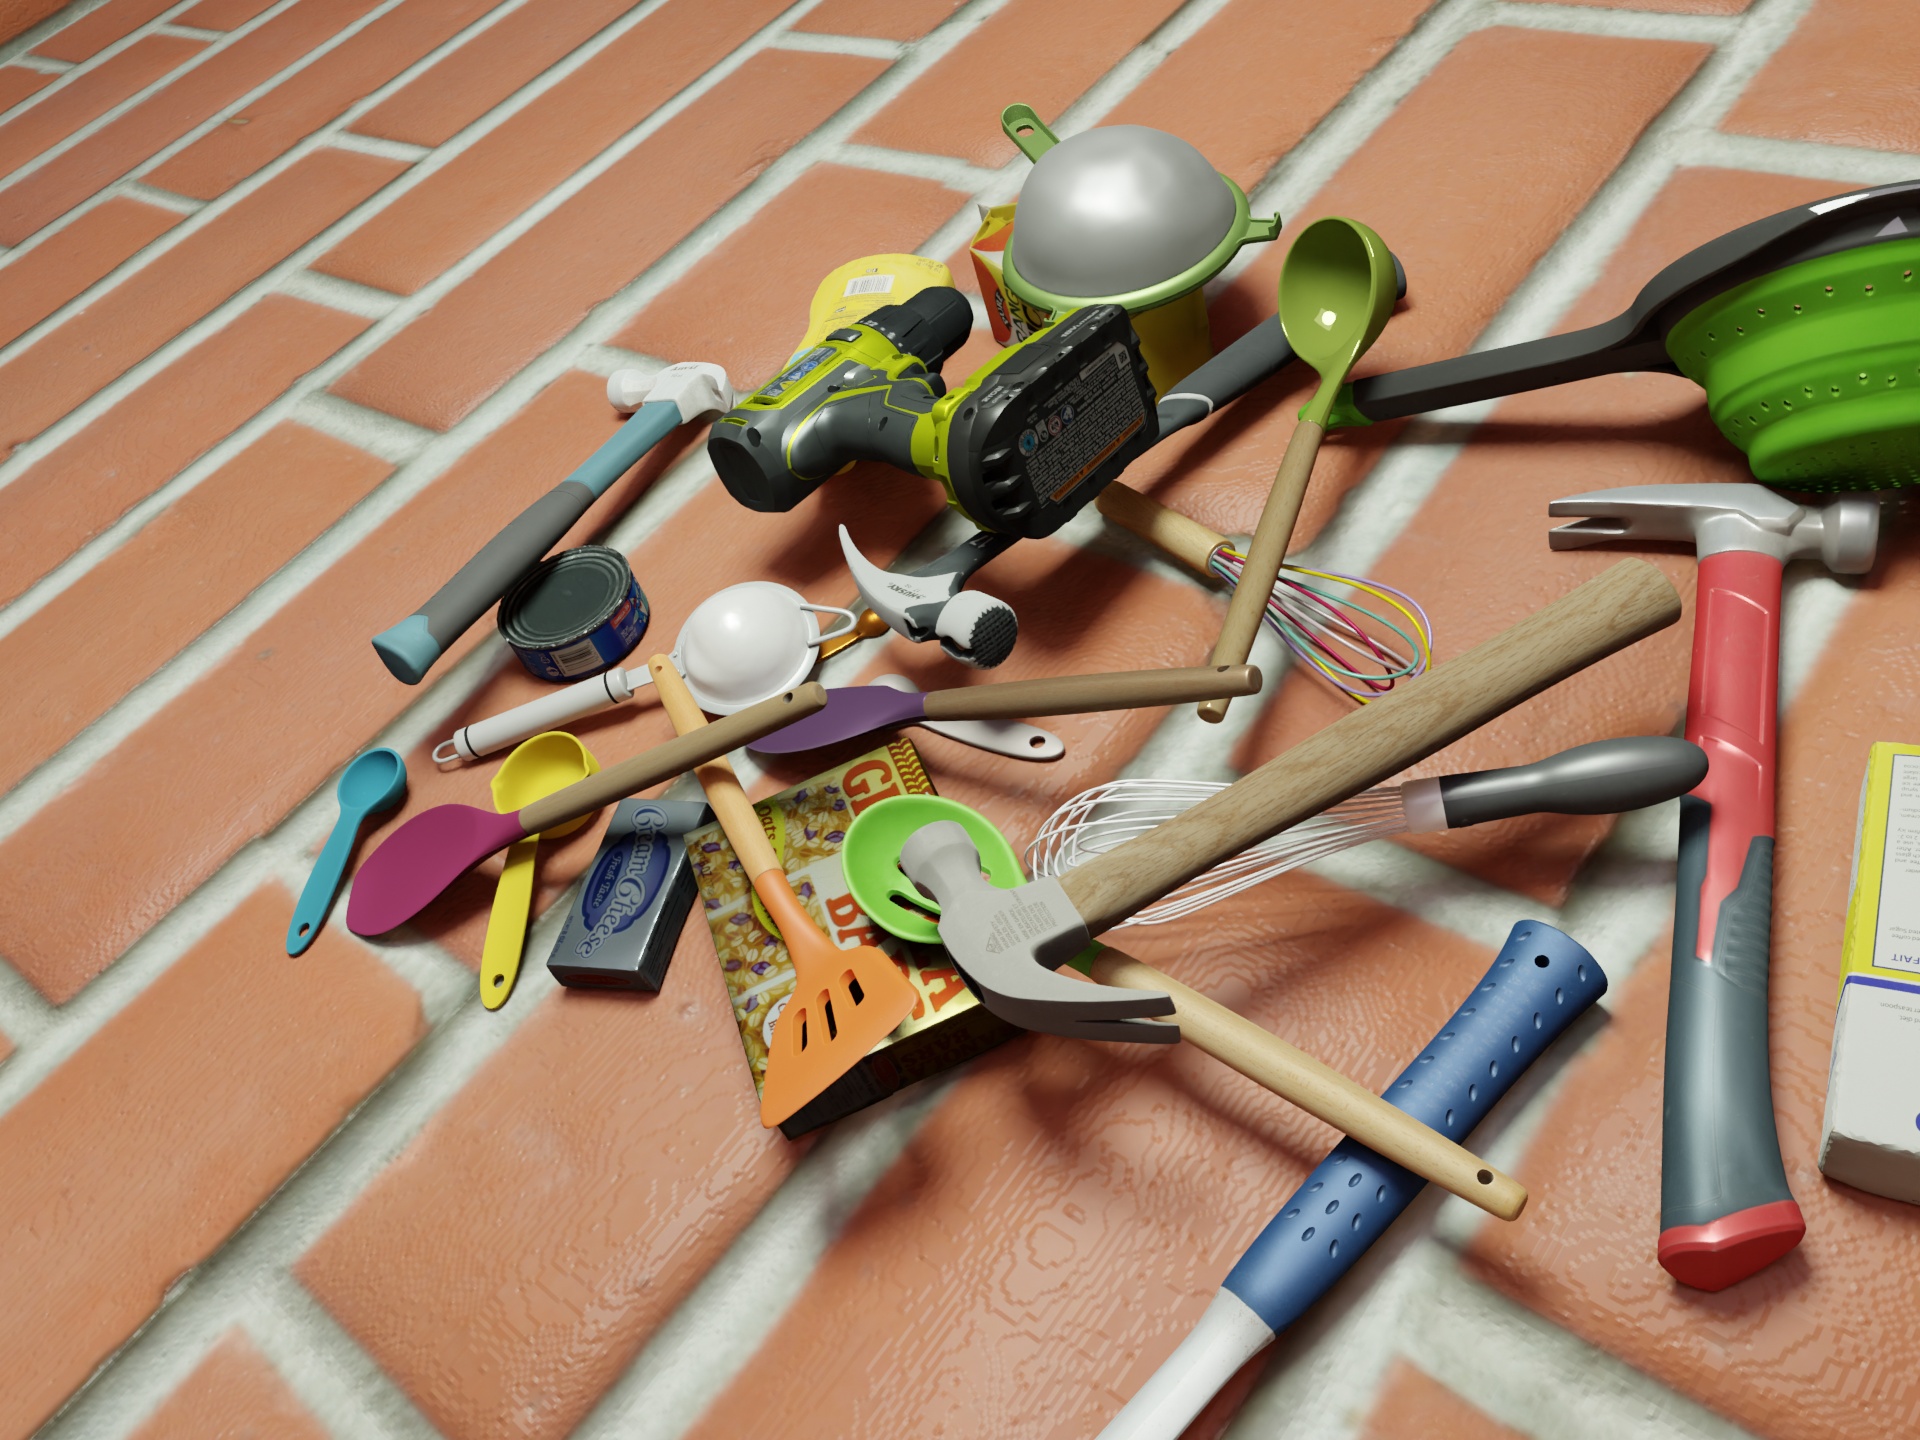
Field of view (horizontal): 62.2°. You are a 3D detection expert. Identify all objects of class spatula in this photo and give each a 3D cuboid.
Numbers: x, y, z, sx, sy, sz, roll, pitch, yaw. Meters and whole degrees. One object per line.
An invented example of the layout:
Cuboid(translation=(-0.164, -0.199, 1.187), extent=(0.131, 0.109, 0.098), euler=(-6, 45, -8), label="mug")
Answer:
Cuboid(translation=(-0.101, 0.054, 0.735), extent=(0.081, 0.041, 0.323), euler=(-40, 44, 4), label="spatula")
Cuboid(translation=(0.004, -0.007, 0.762), extent=(0.316, 0.018, 0.060), euler=(-5, 33, 41), label="spatula")

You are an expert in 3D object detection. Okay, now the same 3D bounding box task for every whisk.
Cuboid(translation=(0.164, 0.042, 0.675), extent=(0.284, 0.070, 0.070), euler=(-10, 46, 17), label="whisk")
Cuboid(translation=(0.147, -0.071, 0.820), extent=(0.051, 0.047, 0.245), euler=(-33, 42, -17), label="whisk")

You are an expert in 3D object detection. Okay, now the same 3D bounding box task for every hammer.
Cuboid(translation=(0.100, 0.223, 0.566), extent=(0.405, 0.035, 0.144), euler=(-41, 48, -18), label="hammer")
Cuboid(translation=(0.300, 0.041, 0.658), extent=(0.143, 0.038, 0.387), euler=(4, 51, 25), label="hammer")
Cuboid(translation=(0.109, -0.166, 0.897), extent=(0.409, 0.036, 0.149), euler=(-37, 39, -23), label="hammer")
Cuboid(translation=(0.145, 0.023, 0.639), extent=(0.331, 0.031, 0.130), euler=(-28, 46, -7), label="hammer")
Cuboid(translation=(-0.246, -0.132, 0.982), extent=(0.128, 0.033, 0.331), euler=(3, 40, 30), label="hammer")

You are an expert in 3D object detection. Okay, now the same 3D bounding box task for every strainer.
Cuboid(translation=(-0.184, -0.022, 0.890), extent=(0.258, 0.050, 0.087), euler=(-20, 58, 10), label="strainer")
Cuboid(translation=(0.073, -0.341, 0.969), extent=(0.151, 0.069, 0.257), euler=(-25, 47, -3), label="strainer")

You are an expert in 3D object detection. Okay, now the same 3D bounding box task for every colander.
Cuboid(translation=(0.355, -0.154, 0.778), extent=(0.397, 0.204, 0.094), euler=(-6, 80, 36), label="colander")

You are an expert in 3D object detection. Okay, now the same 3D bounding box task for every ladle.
Cuboid(translation=(0.160, -0.134, 0.802), extent=(0.062, 0.078, 0.320), euler=(31, 59, -12), label="ladle")

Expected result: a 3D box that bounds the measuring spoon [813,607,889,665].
Cuboid(translation=(-0.093, -0.036, 0.893), extent=(0.117, 0.011, 0.021), euler=(-26, 45, -4), label="measuring spoon")

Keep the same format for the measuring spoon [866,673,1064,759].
Cuboid(translation=(-0.001, -0.003, 0.824), extent=(0.124, 0.018, 0.034), euler=(15, 56, 30), label="measuring spoon")

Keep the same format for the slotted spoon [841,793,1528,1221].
Cuboid(translation=(0.075, 0.110, 0.633), extent=(0.314, 0.031, 0.070), euler=(26, 60, 33), label="slotted spoon")

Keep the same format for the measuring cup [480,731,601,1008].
Cuboid(translation=(-0.223, 0.080, 0.833), extent=(0.062, 0.029, 0.157), euler=(-7, 59, 19), label="measuring cup")

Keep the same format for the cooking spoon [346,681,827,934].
Cuboid(translation=(-0.197, 0.043, 0.797), extent=(0.319, 0.017, 0.069), euler=(-22, 49, 25), label="cooking spoon")

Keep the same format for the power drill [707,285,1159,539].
Cuboid(translation=(-0.007, -0.179, 0.873), extent=(0.229, 0.080, 0.190), euler=(17, 51, 45), label="power drill")

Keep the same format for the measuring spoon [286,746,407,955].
Cuboid(translation=(-0.340, 0.075, 0.884), extent=(0.042, 0.021, 0.129), euler=(-1, 58, 25), label="measuring spoon")
